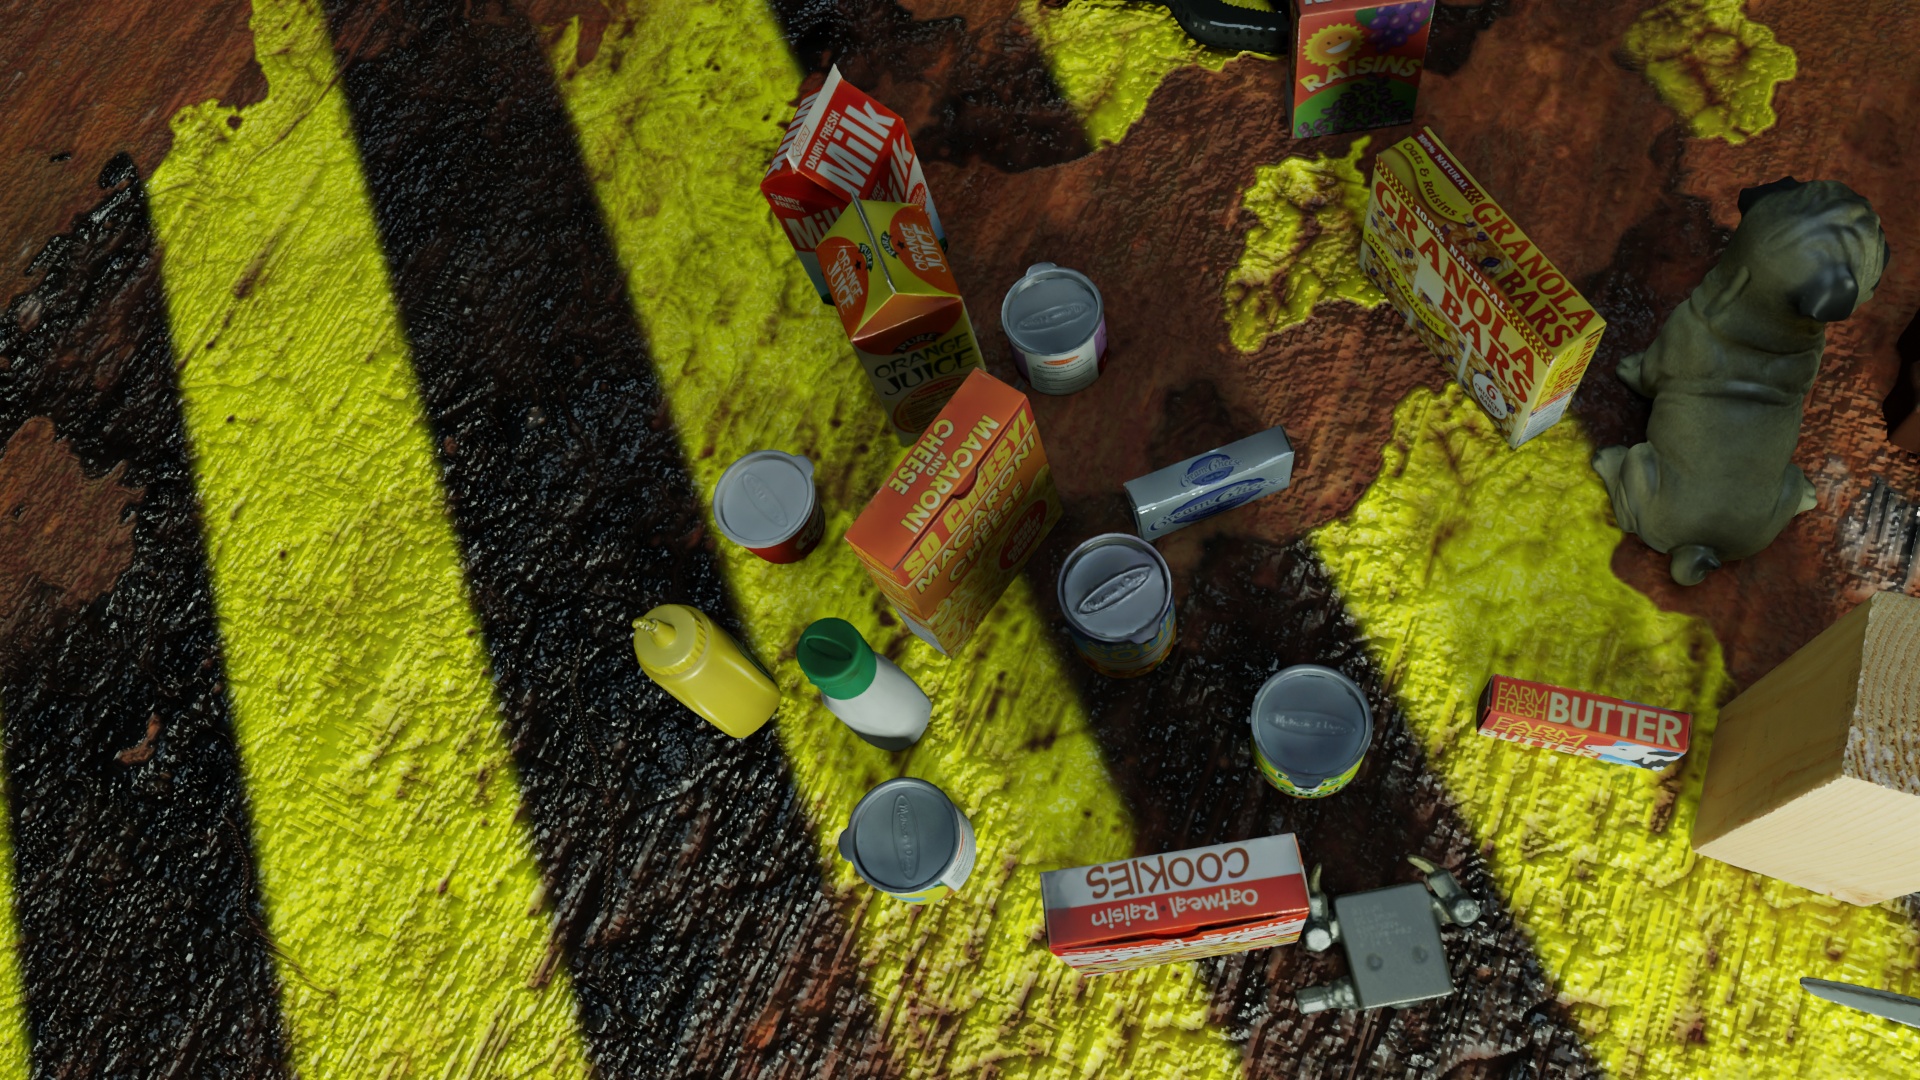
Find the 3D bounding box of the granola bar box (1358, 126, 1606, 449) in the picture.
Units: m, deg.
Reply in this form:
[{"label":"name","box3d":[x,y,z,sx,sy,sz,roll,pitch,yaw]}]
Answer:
[{"label":"granola bar box","box3d":[0.310,-0.151,0.841,0.039,0.124,0.166,-30,66,-2]}]

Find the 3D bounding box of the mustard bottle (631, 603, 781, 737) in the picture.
[{"label":"mustard bottle","box3d":[-0.155,0.072,0.822,0.065,0.159,0.049,39,81,22]}]

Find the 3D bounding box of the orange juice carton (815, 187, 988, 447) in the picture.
[{"label":"orange juice carton","box3d":[-0.034,-0.138,0.865,0.073,0.192,0.072,-22,66,2]}]

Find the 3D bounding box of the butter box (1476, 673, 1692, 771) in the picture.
[{"label":"butter box","box3d":[0.343,0.102,0.772,0.103,0.053,0.024,11,71,15]}]

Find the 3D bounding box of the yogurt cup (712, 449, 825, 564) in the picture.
[{"label":"yogurt cup","box3d":[-0.122,-0.019,0.909,0.072,0.053,0.072,-4,68,10]}]

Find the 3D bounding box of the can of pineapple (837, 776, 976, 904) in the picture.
[{"label":"can of pineapple","box3d":[-0.029,0.176,0.811,0.071,0.057,0.071,-4,68,10]}]

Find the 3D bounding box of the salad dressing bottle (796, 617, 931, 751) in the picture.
[{"label":"salad dressing bottle","box3d":[-0.057,0.084,0.805,0.064,0.147,0.044,20,74,18]}]

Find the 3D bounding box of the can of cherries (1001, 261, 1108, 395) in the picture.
[{"label":"can of cherries","box3d":[0.064,-0.140,0.920,0.071,0.058,0.072,-4,68,10]}]

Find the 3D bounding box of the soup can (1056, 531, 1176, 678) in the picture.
[{"label":"soup can","box3d":[0.096,0.043,0.826,0.071,0.083,0.071,-4,68,10]}]

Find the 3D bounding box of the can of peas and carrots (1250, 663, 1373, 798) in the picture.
[{"label":"can of peas and carrots","box3d":[0.199,0.112,0.792,0.071,0.058,0.071,-4,68,10]}]

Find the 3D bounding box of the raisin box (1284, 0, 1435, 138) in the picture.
[{"label":"raisin box","box3d":[0.262,-0.325,0.921,0.086,0.123,0.040,-5,68,9]}]

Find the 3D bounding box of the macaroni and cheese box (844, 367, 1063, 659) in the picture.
[{"label":"macaroni and cheese box","box3d":[0.003,-0.010,0.821,0.040,0.166,0.124,33,78,21]}]

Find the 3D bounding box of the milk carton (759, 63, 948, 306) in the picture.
[{"label":"milk carton","box3d":[-0.071,-0.222,0.907,0.073,0.190,0.072,18,73,17]}]

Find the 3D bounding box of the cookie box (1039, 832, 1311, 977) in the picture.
[{"label":"cookie box","box3d":[0.113,0.193,0.717,0.123,0.167,0.040,-11,67,7]}]

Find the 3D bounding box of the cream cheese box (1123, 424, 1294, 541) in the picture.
[{"label":"cream cheese box","box3d":[0.155,-0.034,0.863,0.104,0.053,0.024,-21,66,2]}]
